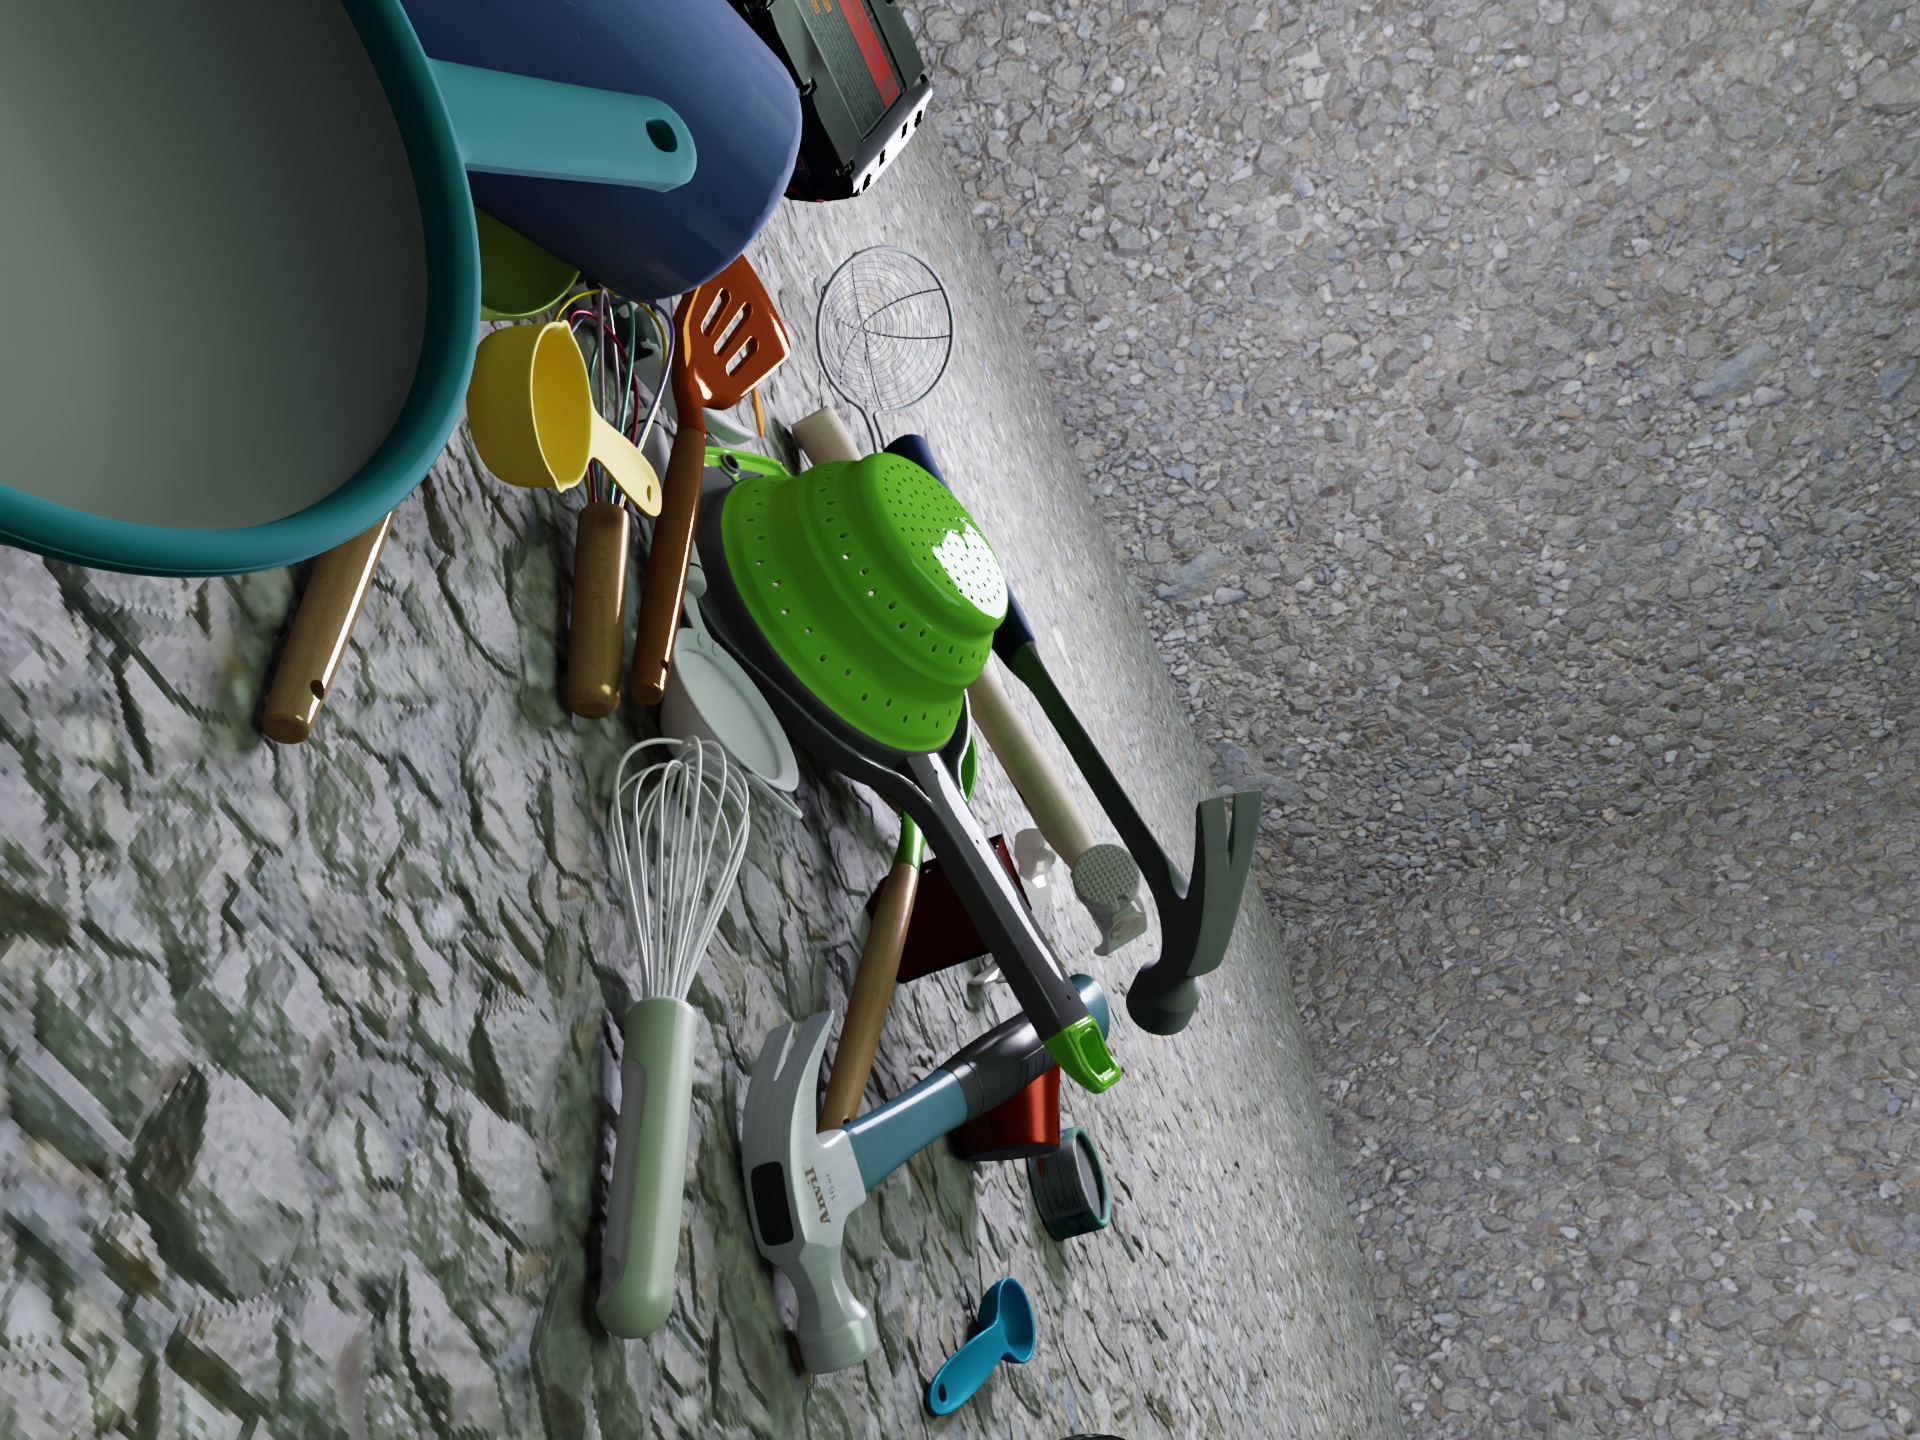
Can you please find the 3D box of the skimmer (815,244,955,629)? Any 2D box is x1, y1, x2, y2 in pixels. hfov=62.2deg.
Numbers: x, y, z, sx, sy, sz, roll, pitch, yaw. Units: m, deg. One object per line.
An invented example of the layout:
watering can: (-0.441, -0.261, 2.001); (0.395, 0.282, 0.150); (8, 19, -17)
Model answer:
skimmer: (-0.039, -0.191, 1.188); (0.127, 0.090, 0.364); (12, 55, -36)

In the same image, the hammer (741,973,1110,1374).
hammer: (0.000, 0.177, 0.757); (0.331, 0.033, 0.128); (-10, 80, -64)

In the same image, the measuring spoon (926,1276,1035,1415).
measuring spoon: (0.004, 0.310, 0.777); (0.128, 0.021, 0.042); (-1, 72, -67)

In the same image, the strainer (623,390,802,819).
strainer: (-0.126, -0.055, 0.730); (0.086, 0.050, 0.259); (39, 27, -57)

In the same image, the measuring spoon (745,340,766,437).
measuring spoon: (-0.114, -0.188, 0.908); (0.117, 0.011, 0.021); (111, -31, -78)

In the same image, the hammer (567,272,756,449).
hammer: (-0.177, -0.323, 0.936); (0.149, 0.036, 0.409); (57, 18, -49)

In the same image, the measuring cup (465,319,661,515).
measuring cup: (-0.146, -0.103, 0.603); (0.156, 0.029, 0.062); (56, 34, -81)

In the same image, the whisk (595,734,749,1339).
whisk: (-0.107, 0.099, 0.572); (0.059, 0.057, 0.247); (22, 41, -25)

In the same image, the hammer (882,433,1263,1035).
hammer: (0.042, -0.031, 0.870); (0.144, 0.035, 0.406); (106, -33, -41)

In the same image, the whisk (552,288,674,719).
whisk: (-0.157, -0.103, 0.687); (0.047, 0.051, 0.245); (29, 42, -39)

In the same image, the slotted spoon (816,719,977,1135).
slotted spoon: (-0.035, 0.095, 0.817); (0.070, 0.031, 0.314); (50, 30, -25)

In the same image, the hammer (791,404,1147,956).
hammer: (-0.001, -0.036, 1.012); (0.411, 0.038, 0.146); (59, -5, 23)

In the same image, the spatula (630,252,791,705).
spatula: (-0.119, -0.120, 0.735); (0.323, 0.041, 0.080); (-93, 158, -48)

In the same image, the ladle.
ladle: (-0.181, -0.113, 0.549); (0.320, 0.062, 0.078); (-93, 161, -45)

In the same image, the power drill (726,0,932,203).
power drill: (-0.135, -0.291, 0.694); (0.079, 0.220, 0.143); (-59, 139, -28)

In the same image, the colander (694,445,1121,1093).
colander: (-0.001, -0.003, 0.816); (0.397, 0.094, 0.204); (59, 26, 12)

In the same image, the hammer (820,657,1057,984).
hammer: (-0.020, 0.058, 0.970); (0.331, 0.031, 0.130); (50, 39, -47)

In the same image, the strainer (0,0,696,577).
strainer: (-0.185, -0.137, 0.386); (0.340, 0.095, 0.211); (-35, 108, -64)
